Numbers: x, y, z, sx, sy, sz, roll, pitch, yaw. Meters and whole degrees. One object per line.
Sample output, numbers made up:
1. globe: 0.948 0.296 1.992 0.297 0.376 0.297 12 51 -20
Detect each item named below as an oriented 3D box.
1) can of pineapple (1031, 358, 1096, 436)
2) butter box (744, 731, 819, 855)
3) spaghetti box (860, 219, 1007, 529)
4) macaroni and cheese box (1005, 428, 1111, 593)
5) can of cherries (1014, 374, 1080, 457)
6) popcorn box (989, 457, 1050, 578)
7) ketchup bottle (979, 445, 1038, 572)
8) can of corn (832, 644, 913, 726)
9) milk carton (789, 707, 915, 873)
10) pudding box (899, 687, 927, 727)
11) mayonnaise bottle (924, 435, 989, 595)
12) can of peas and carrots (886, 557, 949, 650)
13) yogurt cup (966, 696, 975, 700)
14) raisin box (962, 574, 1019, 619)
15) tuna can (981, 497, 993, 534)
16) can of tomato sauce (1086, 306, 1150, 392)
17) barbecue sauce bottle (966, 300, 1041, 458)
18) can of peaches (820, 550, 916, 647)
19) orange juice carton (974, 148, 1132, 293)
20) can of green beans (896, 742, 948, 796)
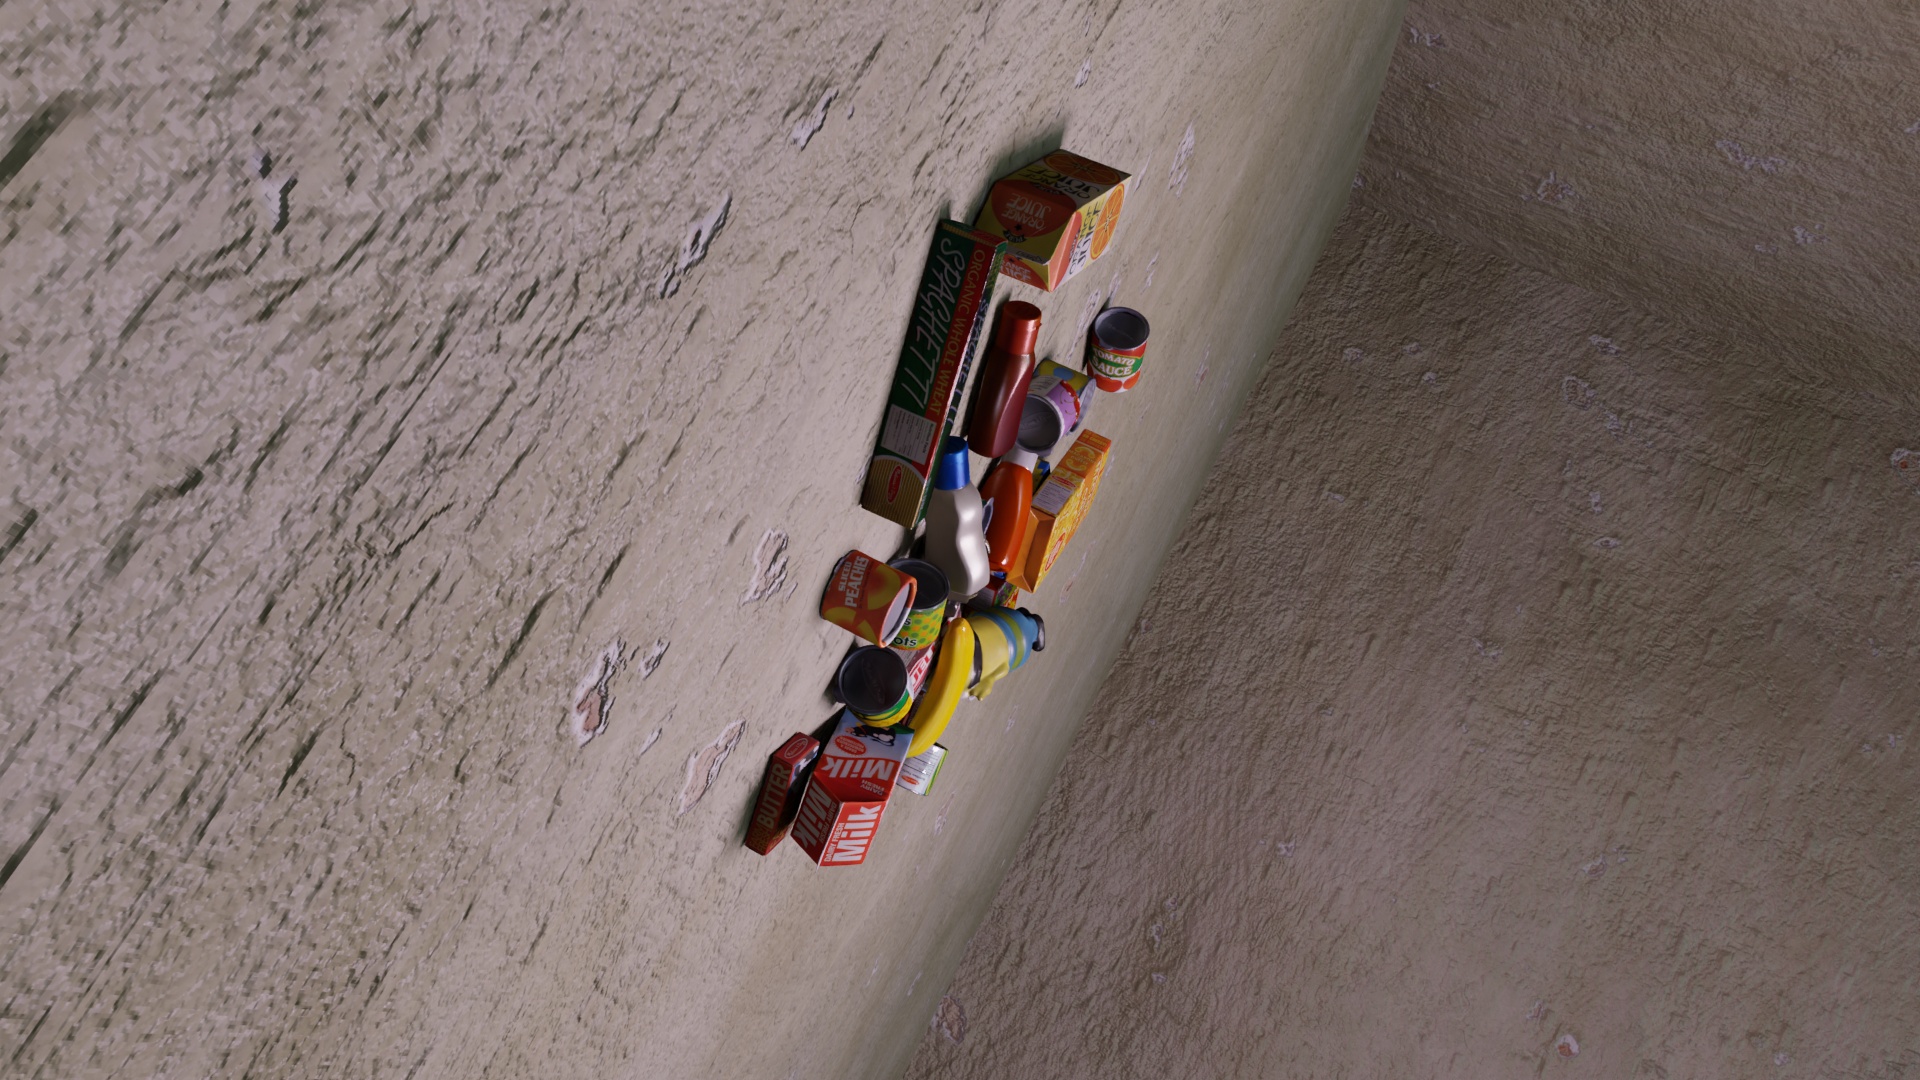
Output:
1. can of pineapple: 0.105 -0.154 1.493 0.071 0.058 0.070 -58 164 -26
2. butter box: -0.160 0.228 1.246 0.053 0.024 0.103 -38 150 -64
3. spaghetti box: -0.022 -0.127 1.086 0.029 0.050 0.248 -44 155 -60
4. macaroni and cheese box: 0.115 -0.035 1.607 0.167 0.040 0.123 -51 162 -44
5. can of cherries: 0.085 -0.129 1.438 0.059 0.071 0.071 -47 158 -53
6. popcorn box: 0.060 -0.028 1.586 0.127 0.038 0.085 -61 165 -15
7. ketchup bottle: 0.047 -0.043 1.473 0.043 0.065 0.149 40 67 -58
8. can of corn: -0.081 0.138 1.300 0.071 0.071 0.058 -61 166 -16
9. milk carton: -0.101 0.231 1.284 0.191 0.073 0.072 -65 176 -70
10. pudding box: -0.038 0.194 1.627 0.049 0.030 0.084 -65 166 6
11. mayonnaise bottle: -0.006 -0.024 1.271 0.041 0.065 0.147 -30 131 -35
12. can of peas and carrots: -0.048 0.061 1.282 0.071 0.071 0.058 -51 161 -45
13. yogurt cup: 0.003 0.149 1.650 0.073 0.054 0.072 -58 165 -26
14. raisin box: 0.037 0.072 1.676 0.086 0.040 0.122 -52 160 -44
15. tuna can: 0.005 -0.018 1.412 0.071 0.033 0.070 -58 165 -26
16. can of tomato sauce: 0.185 -0.224 1.650 0.071 0.071 0.082 -57 165 -28
17. barbecue sauce bottle: 0.043 -0.152 1.300 0.065 0.044 0.147 -48 158 -49
18. can of peaches: -0.077 0.048 1.172 0.071 0.058 0.071 -58 165 -25
19. orange juice carton: 0.072 -0.263 1.151 0.194 0.072 0.072 -45 155 -55
20. can of green beans: -0.054 0.253 1.593 0.058 0.071 0.071 -64 166 -4
